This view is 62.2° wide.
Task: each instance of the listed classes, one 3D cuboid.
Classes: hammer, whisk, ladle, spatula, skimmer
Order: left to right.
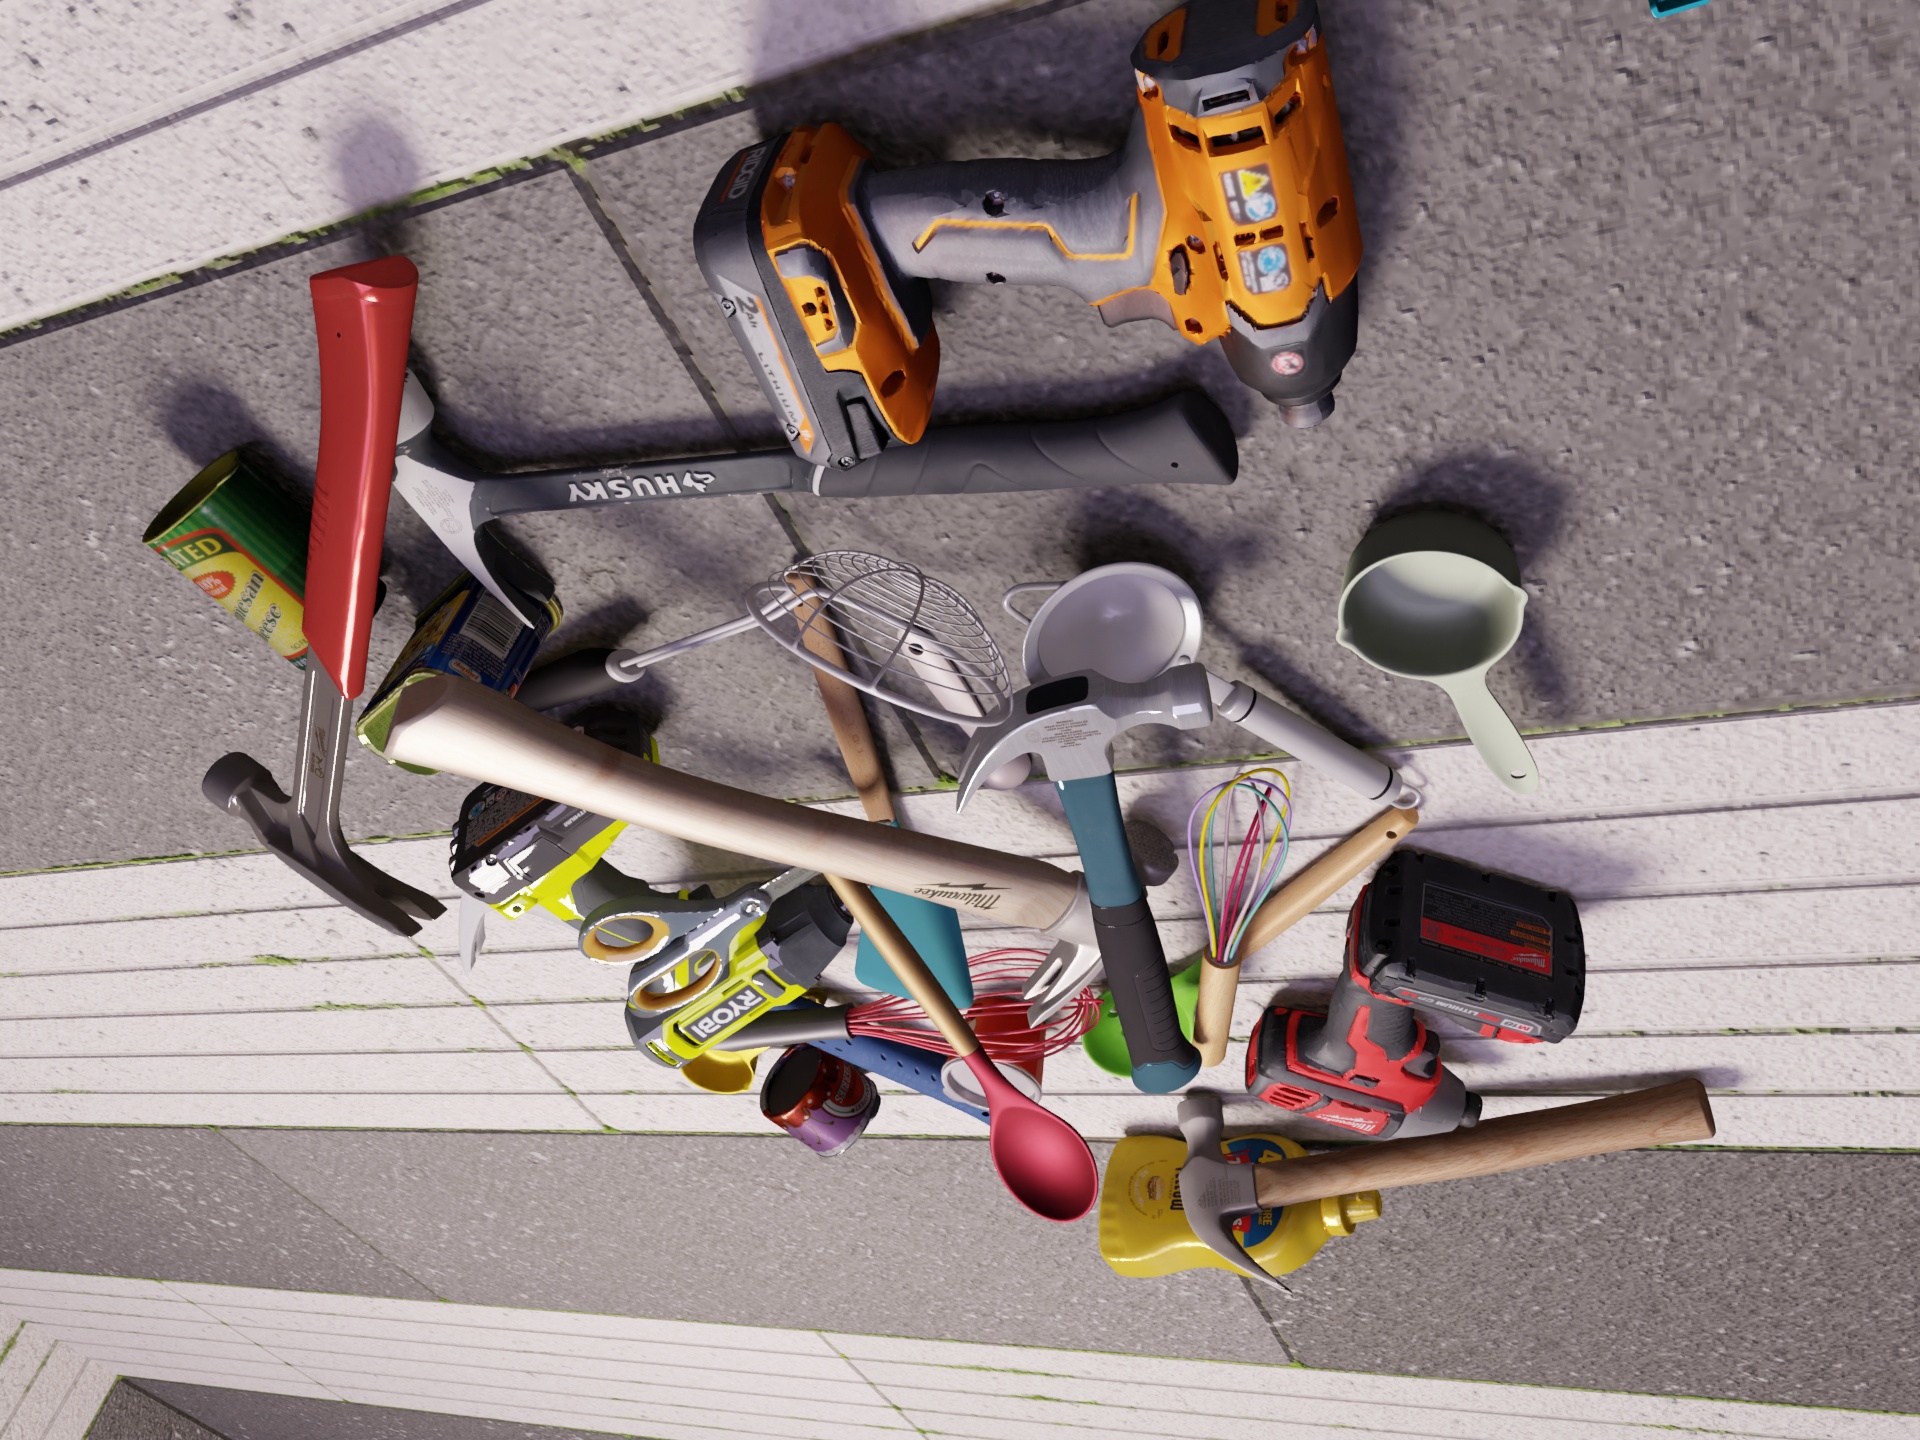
[{"bbox_3d":[-0.292,-0.052,0.767,0.149,0.037,0.358,31,127,10],"label":"hammer"},{"bbox_3d":[-0.131,-0.012,0.796,0.363,0.090,0.127,-13,166,41],"label":"skimmer"},{"bbox_3d":[-0.146,0.189,1.083,0.405,0.035,0.144,27,125,-14],"label":"hammer"},{"bbox_3d":[-0.092,0.066,0.833,0.410,0.038,0.146,18,125,-23],"label":"hammer"},{"bbox_3d":[-0.079,-0.110,0.730,0.409,0.036,0.149,-1,138,20],"label":"hammer"},{"bbox_3d":[-0.052,0.045,0.889,0.082,0.044,0.317,9,138,25],"label":"spatula"},{"bbox_3d":[-0.052,0.191,1.020,0.296,0.073,0.073,-8,134,17],"label":"whisk"},{"bbox_3d":[-0.010,0.177,0.945,0.069,0.031,0.315,-24,110,29],"label":"ladle"},{"bbox_3d":[0.085,0.099,0.832,0.128,0.033,0.330,-7,135,12],"label":"hammer"},{"bbox_3d":[0.151,0.115,0.878,0.051,0.047,0.244,25,140,26],"label":"whisk"},{"bbox_3d":[0.295,0.276,0.997,0.331,0.130,0.031,-18,144,24],"label":"hammer"}]

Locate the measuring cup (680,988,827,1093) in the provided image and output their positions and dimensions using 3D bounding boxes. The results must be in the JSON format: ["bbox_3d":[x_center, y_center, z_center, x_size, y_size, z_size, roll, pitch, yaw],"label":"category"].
[{"bbox_3d":[-0.145,0.223,1.152,0.062,0.029,0.156,38,124,-21],"label":"measuring cup"}]

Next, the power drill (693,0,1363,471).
[{"bbox_3d":[0.034,-0.163,0.596,0.226,0.084,0.164,-7,135,21],"label":"power drill"}]

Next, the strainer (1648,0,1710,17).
[{"bbox_3d":[0.105,-0.308,0.390,0.340,0.095,0.211,21,140,-7],"label":"strainer"}]

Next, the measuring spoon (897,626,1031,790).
[{"bbox_3d":[-0.001,-0.003,0.838,0.034,0.018,0.124,-12,132,30],"label":"measuring spoon"}]

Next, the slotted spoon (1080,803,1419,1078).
[{"bbox_3d":[0.164,0.132,0.929,0.070,0.031,0.313,33,136,-6],"label":"slotted spoon"}]

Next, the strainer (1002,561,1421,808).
[{"bbox_3d":[0.125,-0.013,0.765,0.258,0.050,0.087,28,119,-21],"label":"strainer"}]

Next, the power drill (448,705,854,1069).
[{"bbox_3d":[-0.177,0.101,0.956,0.171,0.080,0.223,-35,125,11],"label":"power drill"}]

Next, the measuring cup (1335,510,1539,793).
[{"bbox_3d":[0.227,-0.029,0.714,0.083,0.038,0.167,-14,133,32],"label":"measuring cup"}]

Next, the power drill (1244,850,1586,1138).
[{"bbox_3d":[0.260,0.173,0.907,0.143,0.079,0.219,17,143,1],"label":"power drill"}]
